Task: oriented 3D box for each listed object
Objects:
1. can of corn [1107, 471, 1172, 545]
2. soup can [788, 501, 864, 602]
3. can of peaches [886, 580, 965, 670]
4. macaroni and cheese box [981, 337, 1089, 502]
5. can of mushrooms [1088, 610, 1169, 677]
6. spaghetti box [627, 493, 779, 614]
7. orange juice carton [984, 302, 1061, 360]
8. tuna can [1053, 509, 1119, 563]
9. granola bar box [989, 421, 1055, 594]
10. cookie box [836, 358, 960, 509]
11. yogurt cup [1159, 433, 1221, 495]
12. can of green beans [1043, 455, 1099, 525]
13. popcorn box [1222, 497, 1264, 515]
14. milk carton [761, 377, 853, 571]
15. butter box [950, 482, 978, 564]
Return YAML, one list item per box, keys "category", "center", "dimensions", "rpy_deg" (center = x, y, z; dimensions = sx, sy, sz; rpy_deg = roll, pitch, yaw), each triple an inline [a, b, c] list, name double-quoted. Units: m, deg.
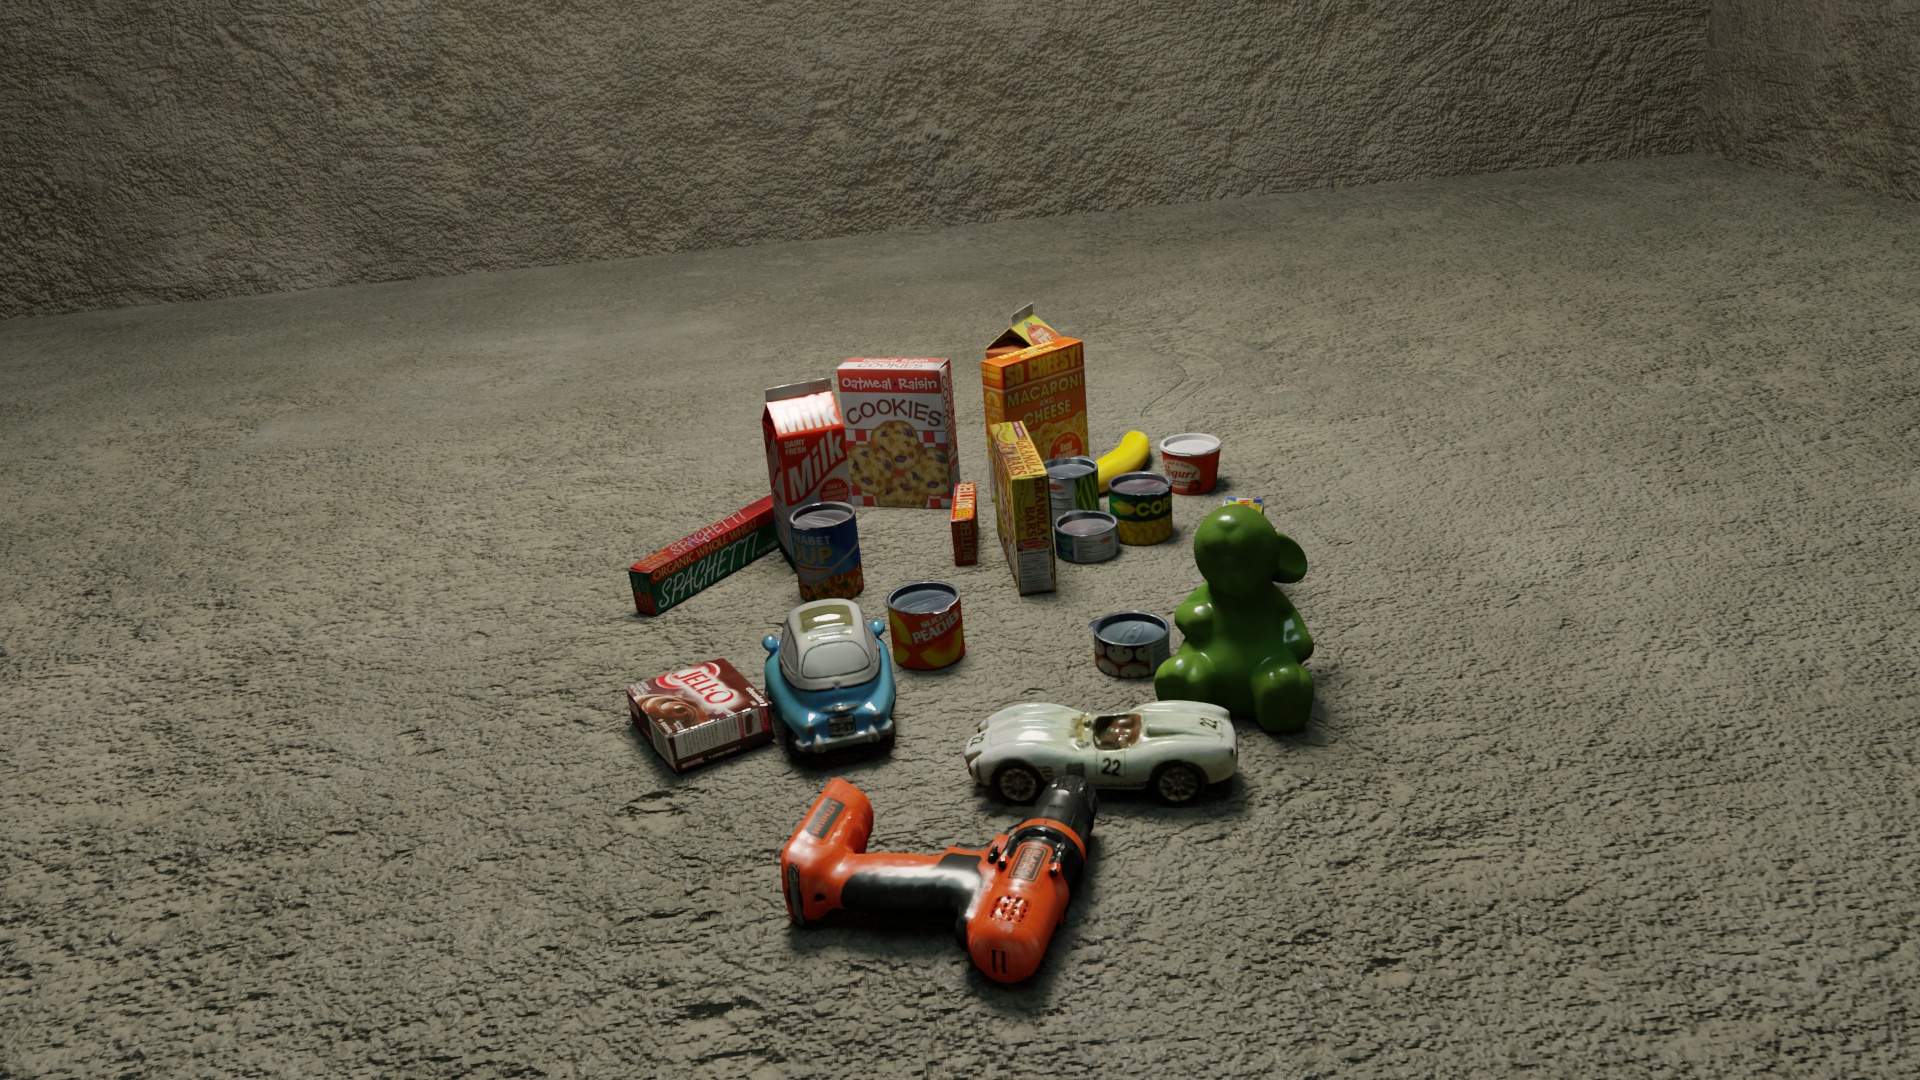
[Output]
- category: "can of corn"
  center: [0.189, -0.033, 1.445]
  dimensions: [0.071, 0.058, 0.071]
  rpy_deg: [-4, 23, 2]
- category: "soup can"
  center: [-0.134, 0.013, 1.374]
  dimensions: [0.071, 0.083, 0.071]
  rpy_deg: [-4, 23, 2]
- category: "can of peaches"
  center: [-0.030, 0.076, 1.236]
  dimensions: [0.071, 0.057, 0.071]
  rpy_deg: [-4, 23, 2]
- category: "macaroni and cheese box"
  center: [0.086, -0.135, 1.568]
  dimensions: [0.124, 0.165, 0.040]
  rpy_deg: [-21, 27, -33]
- category: "can of mushrooms"
  center: [0.146, 0.089, 1.201]
  dimensions: [0.071, 0.033, 0.071]
  rpy_deg: [-4, 23, 2]
- category: "spaghetti box"
  center: [-0.244, 0.006, 1.456]
  dimensions: [0.029, 0.050, 0.251]
  rpy_deg: [11, 28, 33]
- category: "orange juice carton"
  center: [0.079, -0.181, 1.645]
  dimensions: [0.073, 0.191, 0.072]
  rpy_deg: [6, 25, 25]
- category: "tuna can"
  center: [0.129, -0.005, 1.425]
  dimensions: [0.071, 0.032, 0.071]
  rpy_deg: [-4, 23, 2]
- category: "granola bar box"
  center: [0.062, -0.036, 1.396]
  dimensions: [0.039, 0.123, 0.166]
  rpy_deg: [-7, 23, -4]
- category: "cookie box"
  center: [-0.068, -0.121, 1.567]
  dimensions: [0.123, 0.166, 0.040]
  rpy_deg: [2, 24, 18]
- category: "yogurt cup"
  center: [0.259, -0.085, 1.559]
  dimensions: [0.072, 0.053, 0.073]
  rpy_deg: [-4, 23, 2]
- category: "can of green beans"
  center: [0.118, -0.053, 1.508]
  dimensions: [0.071, 0.057, 0.071]
  rpy_deg: [-4, 23, 2]
- category: "popcorn box"
  center: [0.253, 0.023, 1.268]
  dimensions: [0.038, 0.085, 0.127]
  rpy_deg: [2, 24, 17]
- category: "milk carton"
  center: [-0.158, -0.072, 1.442]
  dimensions: [0.072, 0.189, 0.073]
  rpy_deg: [-13, 24, -17]
- category: "butter box"
  center: [0.005, -0.018, 1.456]
  dimensions: [0.024, 0.053, 0.104]
  rpy_deg: [-4, 23, 4]
